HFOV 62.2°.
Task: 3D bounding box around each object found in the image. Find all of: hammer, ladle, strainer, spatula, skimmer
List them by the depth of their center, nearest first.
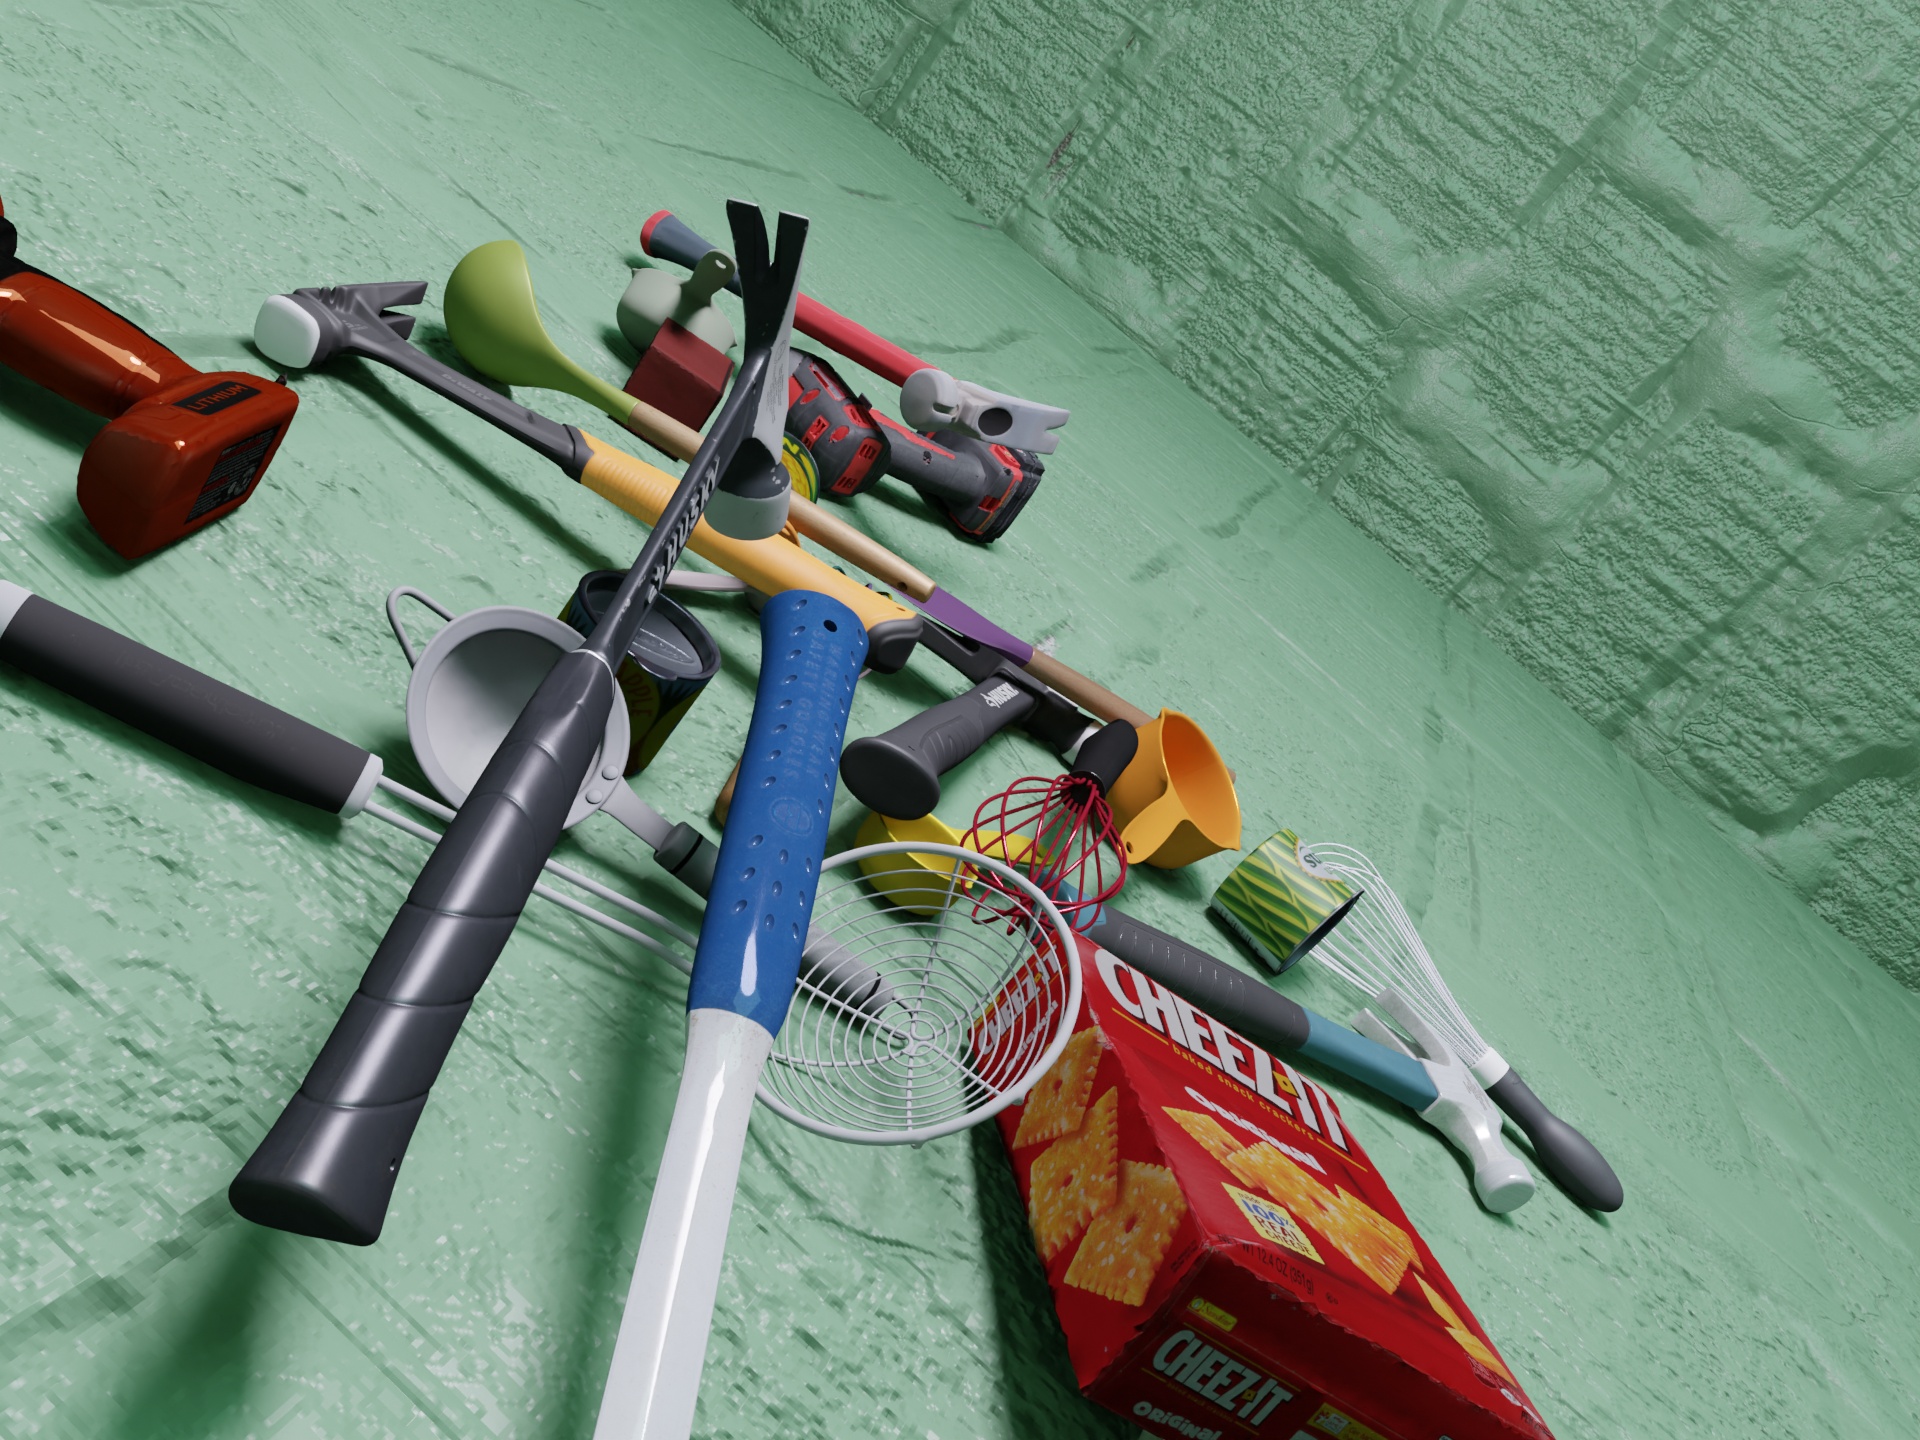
[{"bbox_3d":[-0.061,0.098,0.443,0.144,0.035,0.406,24,38,-15],"label":"hammer"},{"bbox_3d":[-0.109,-0.022,0.488,0.036,0.149,0.409,14,40,0],"label":"hammer"},{"bbox_3d":[-0.130,0.034,0.521,0.363,0.090,0.127,30,43,-20],"label":"skimmer"},{"bbox_3d":[-0.115,0.045,0.600,0.258,0.050,0.087,40,52,-14],"label":"strainer"},{"bbox_3d":[-0.167,-0.121,0.784,0.337,0.034,0.127,30,22,1],"label":"hammer"},{"bbox_3d":[-0.001,-0.003,0.842,0.146,0.035,0.335,41,15,5],"label":"hammer"},{"bbox_3d":[0.168,0.158,0.842,0.330,0.033,0.128,28,25,-26],"label":"hammer"},{"bbox_3d":[-0.144,-0.156,0.850,0.320,0.078,0.062,32,45,7],"label":"ladle"},{"bbox_3d":[0.058,-0.026,0.947,0.315,0.018,0.060,29,17,-32],"label":"spatula"},{"bbox_3d":[-0.095,-0.282,1.126,0.387,0.038,0.143,36,23,35],"label":"hammer"}]

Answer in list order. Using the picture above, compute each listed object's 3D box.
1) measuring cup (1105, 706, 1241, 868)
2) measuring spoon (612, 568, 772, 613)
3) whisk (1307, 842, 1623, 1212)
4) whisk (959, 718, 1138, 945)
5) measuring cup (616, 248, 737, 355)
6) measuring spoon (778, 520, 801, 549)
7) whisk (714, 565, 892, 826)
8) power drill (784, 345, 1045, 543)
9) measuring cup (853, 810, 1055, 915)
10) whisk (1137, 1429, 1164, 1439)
[{"bbox_3d":[0.104,0.056,0.907,0.095,0.052,0.173,61,31,-2],"label":"measuring cup"},{"bbox_3d":[-0.133,-0.066,0.831,0.034,0.018,0.124,35,22,36],"label":"measuring spoon"},{"bbox_3d":[0.299,0.188,0.973,0.285,0.070,0.070,48,22,9],"label":"whisk"},{"bbox_3d":[0.056,0.041,0.779,0.073,0.073,0.296,40,19,2],"label":"whisk"},{"bbox_3d":[-0.174,-0.259,1.006,0.083,0.038,0.167,34,-13,-17],"label":"measuring cup"},{"bbox_3d":[-0.090,-0.088,0.856,0.021,0.011,0.117,33,-14,7],"label":"measuring spoon"},{"bbox_3d":[-0.074,-0.016,0.772,0.047,0.051,0.245,6,27,6],"label":"whisk"},{"bbox_3d":[-0.053,-0.210,1.168,0.219,0.078,0.143,8,37,-49],"label":"power drill"},{"bbox_3d":[0.002,0.069,0.765,0.062,0.029,0.156,47,16,26],"label":"measuring cup"},{"bbox_3d":[0.042,0.248,0.448,0.246,0.058,0.059,-14,90,-68],"label":"whisk"}]
